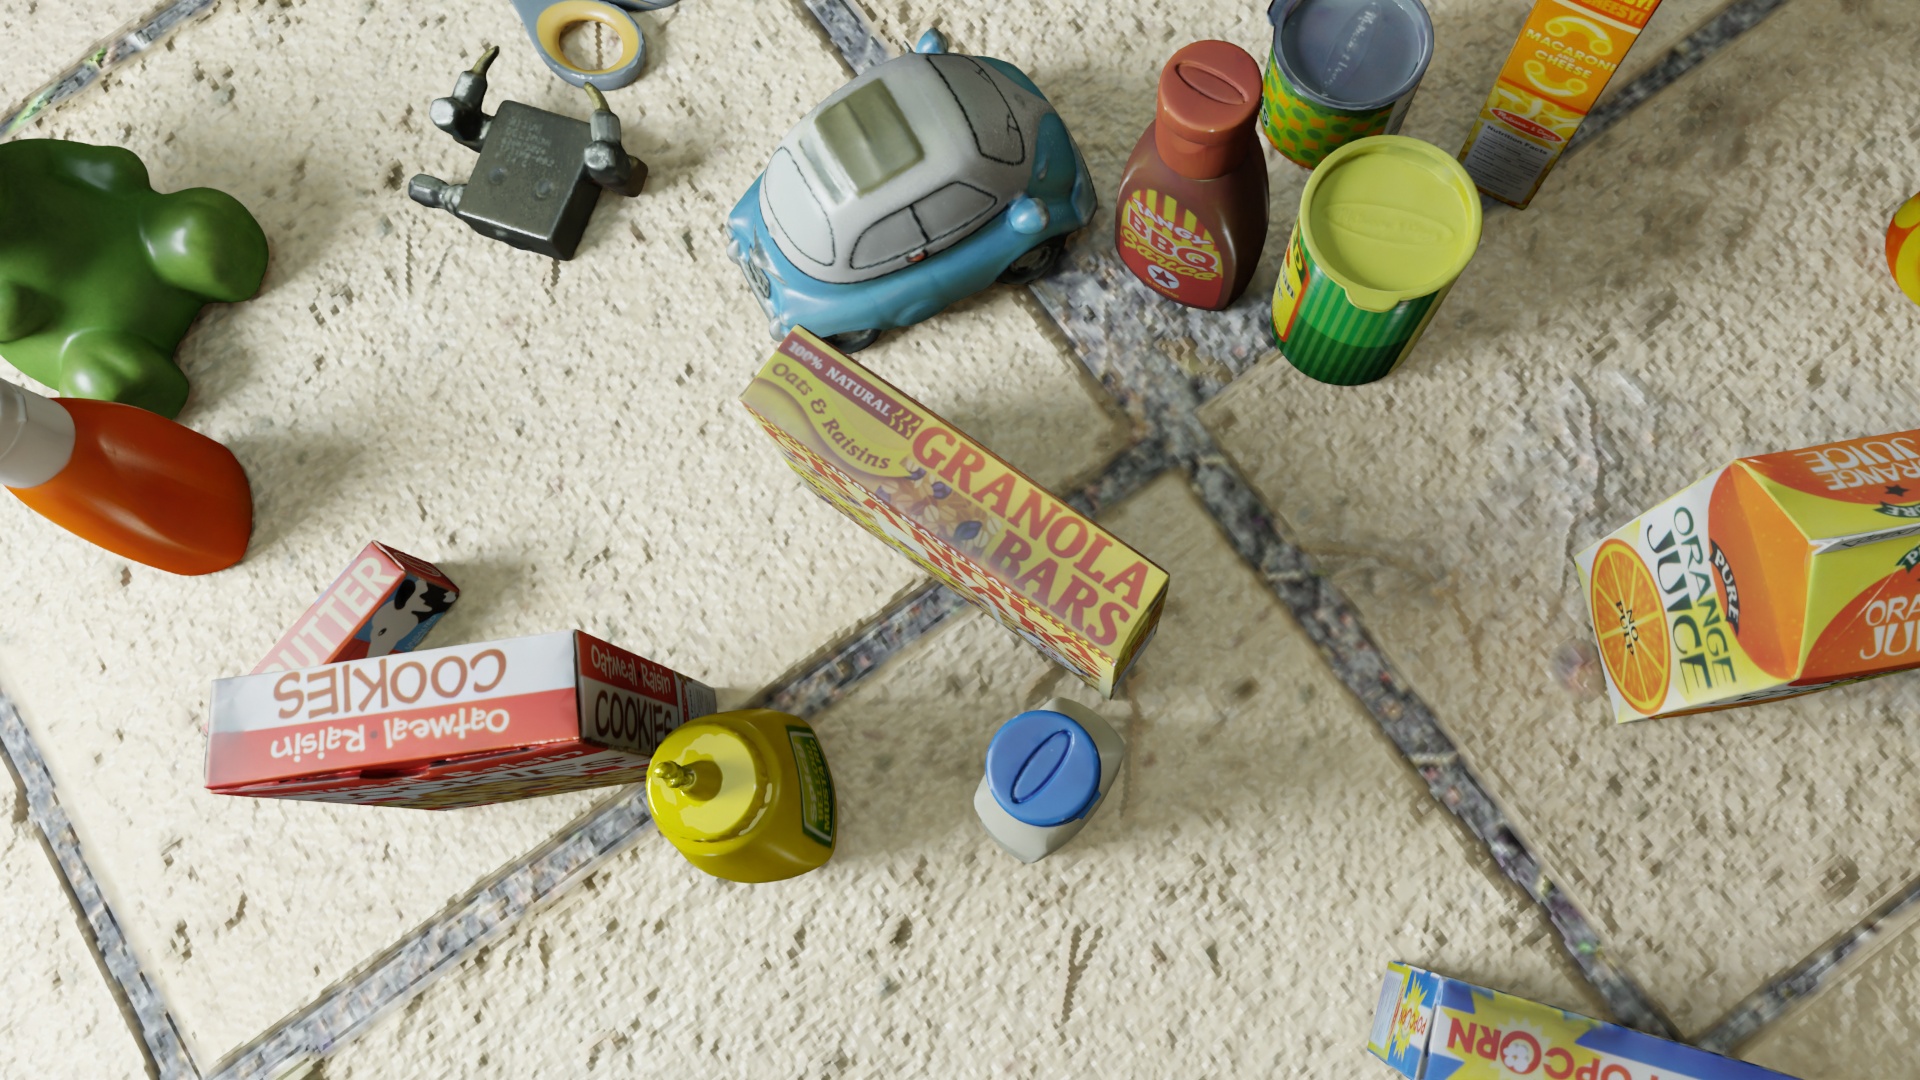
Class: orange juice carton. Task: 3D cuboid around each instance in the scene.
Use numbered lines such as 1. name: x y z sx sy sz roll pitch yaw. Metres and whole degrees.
1. orange juice carton: 0.285 0.014 0.475 0.072 0.192 0.073 -9 77 3

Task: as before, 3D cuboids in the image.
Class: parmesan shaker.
1. parmesan shaker: 0.162 -0.106 0.561 0.071 0.103 0.071 -1 77 5

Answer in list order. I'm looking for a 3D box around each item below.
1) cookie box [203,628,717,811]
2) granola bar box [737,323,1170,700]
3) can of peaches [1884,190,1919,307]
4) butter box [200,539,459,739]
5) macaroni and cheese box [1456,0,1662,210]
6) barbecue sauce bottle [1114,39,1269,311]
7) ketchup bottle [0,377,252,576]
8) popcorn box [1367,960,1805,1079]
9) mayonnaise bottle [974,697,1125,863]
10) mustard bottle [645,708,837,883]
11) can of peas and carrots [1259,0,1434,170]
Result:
1. cookie box: -0.171 0.072 0.515 0.123 0.167 0.040 -9 77 3
2. granola bar box: 0.002 -0.007 0.541 0.166 0.124 0.039 35 83 12
3. can of peaches: 0.425 -0.130 0.566 0.071 0.058 0.071 -1 77 5
4. butter box: -0.264 0.050 0.588 0.024 0.053 0.103 39 83 12
5. macaroni and cheese box: 0.257 -0.225 0.548 0.040 0.166 0.124 28 81 11
6. barbecue sauce bottle: 0.094 -0.143 0.552 0.065 0.148 0.044 33 82 11
7. ketchup bottle: -0.351 -0.029 0.565 0.043 0.148 0.065 -16 76 1
8. popcorn box: 0.219 0.188 0.495 0.127 0.085 0.038 14 79 8
9. mayonnaise bottle: 0.032 0.086 0.504 0.041 0.148 0.065 38 83 12
10. mustard bottle: -0.080 0.092 0.506 0.049 0.160 0.065 -13 76 2
11. can of peas and carrots: 0.164 -0.204 0.607 0.071 0.058 0.071 -1 77 5
